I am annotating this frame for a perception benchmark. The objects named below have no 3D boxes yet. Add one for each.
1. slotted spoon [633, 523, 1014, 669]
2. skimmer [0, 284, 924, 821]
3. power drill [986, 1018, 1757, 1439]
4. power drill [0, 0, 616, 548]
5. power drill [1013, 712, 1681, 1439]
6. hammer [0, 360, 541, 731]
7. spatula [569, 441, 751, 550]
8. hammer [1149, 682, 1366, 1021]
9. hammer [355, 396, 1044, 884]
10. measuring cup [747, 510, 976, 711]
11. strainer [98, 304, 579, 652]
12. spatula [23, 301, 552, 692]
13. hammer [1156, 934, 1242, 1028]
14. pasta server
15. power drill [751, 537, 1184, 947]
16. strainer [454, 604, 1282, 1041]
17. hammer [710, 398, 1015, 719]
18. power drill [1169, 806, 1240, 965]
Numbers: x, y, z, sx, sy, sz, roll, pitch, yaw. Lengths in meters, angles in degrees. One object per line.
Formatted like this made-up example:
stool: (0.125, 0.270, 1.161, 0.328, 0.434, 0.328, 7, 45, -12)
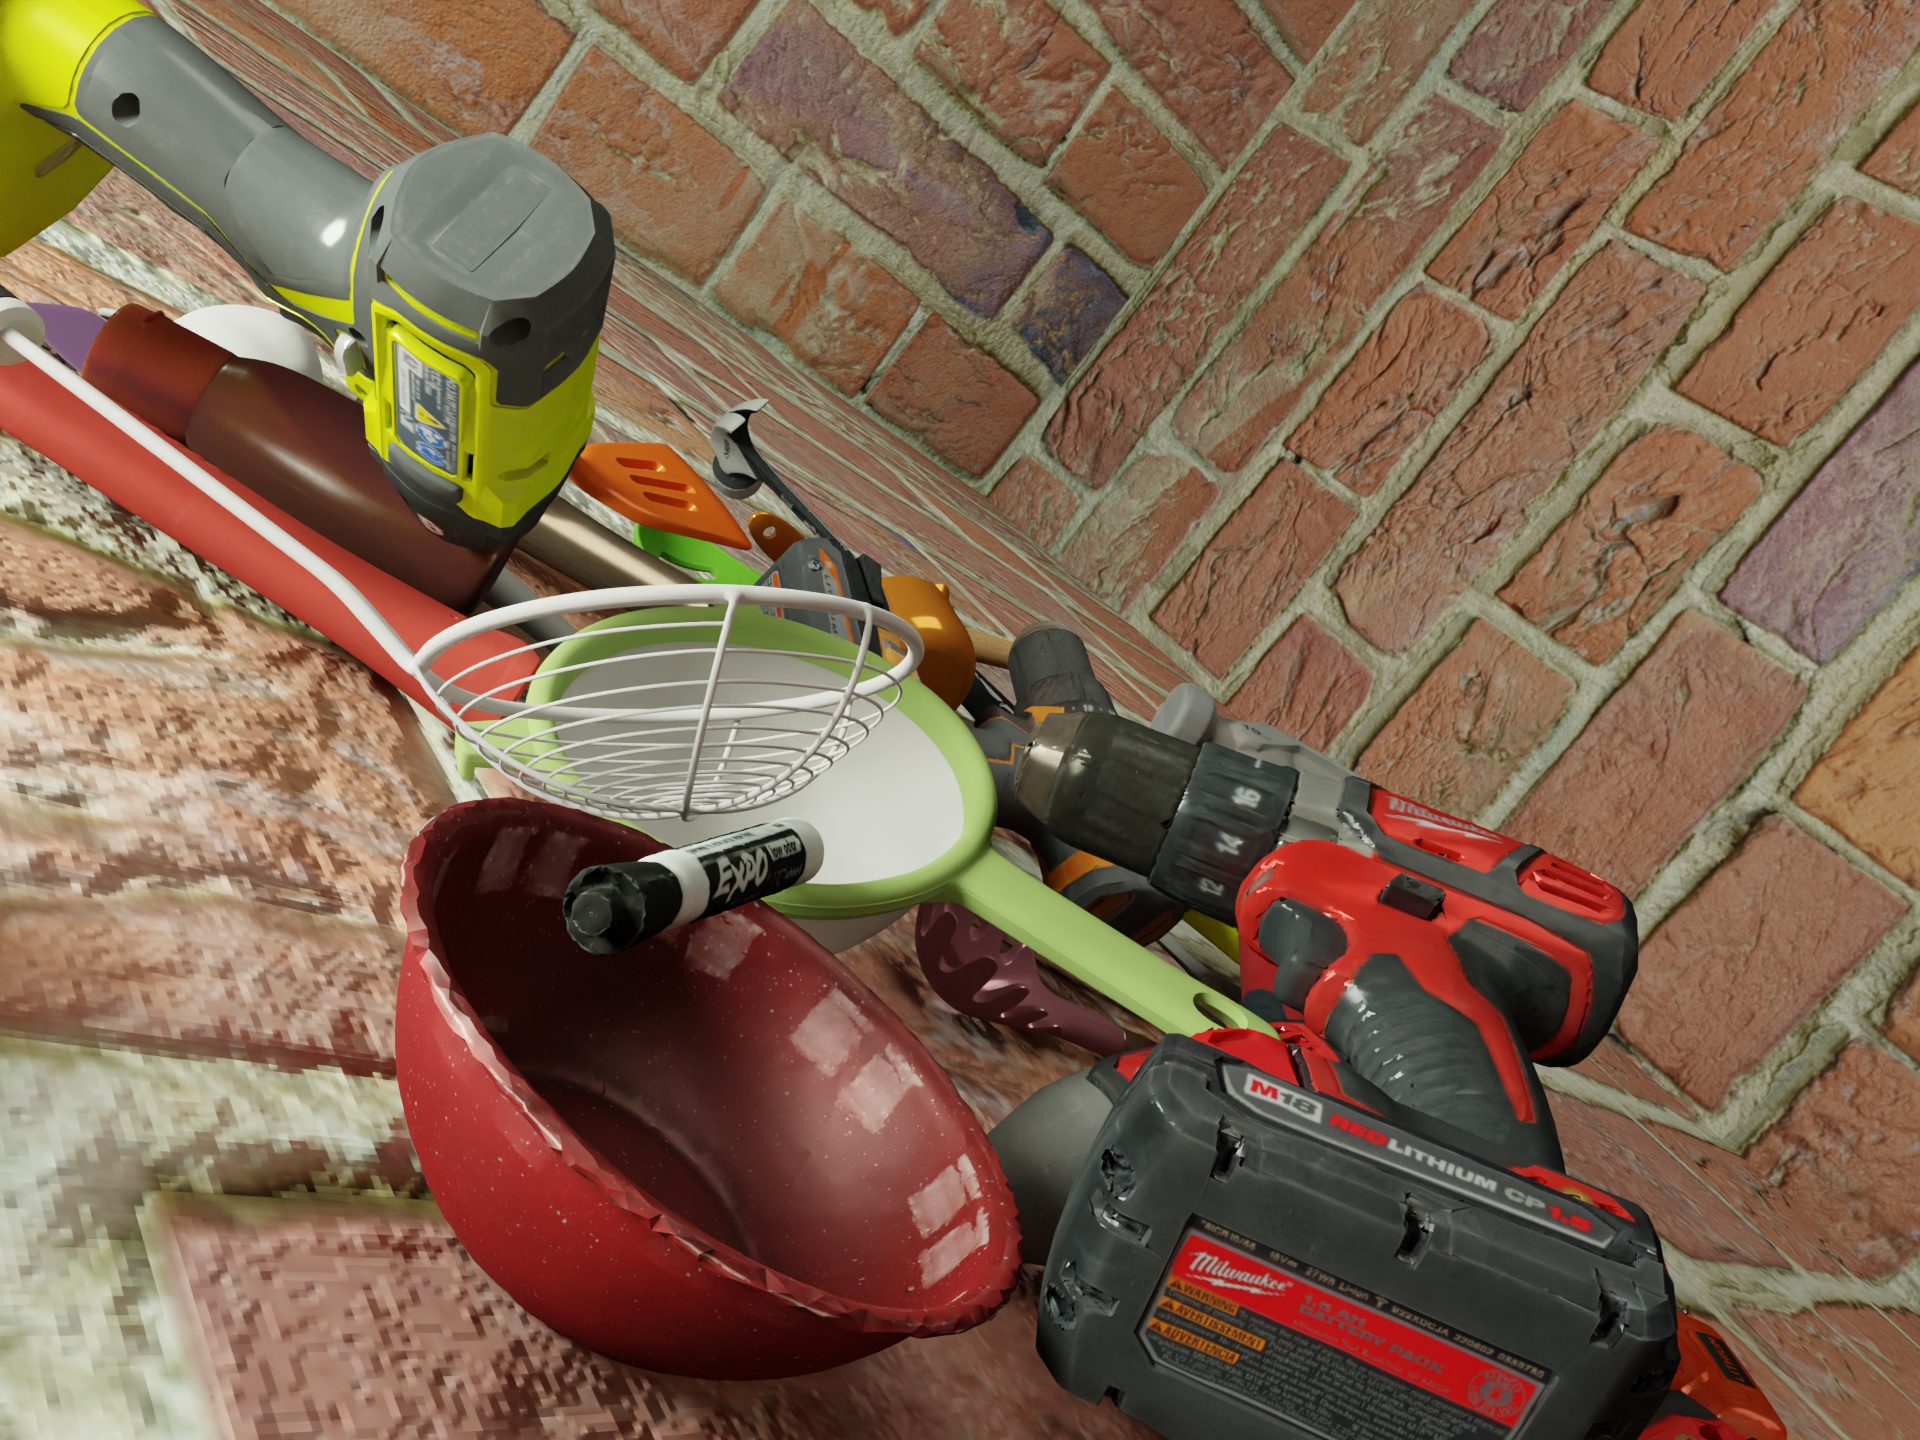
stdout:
slotted spoon: (-0.050, -0.058, 0.930, 0.313, 0.031, 0.070, 13, 40, -33)
skimmer: (-0.181, -0.087, 0.418, 0.363, 0.090, 0.127, 36, -14, 2)
power drill: (0.095, 0.168, 0.422, 0.143, 0.078, 0.220, -7, 30, -28)
power drill: (-0.210, -0.142, 0.464, 0.223, 0.080, 0.171, 34, -27, -4)
power drill: (0.084, 0.074, 0.411, 0.188, 0.080, 0.227, 22, 27, 8)
hammer: (-0.289, -0.101, 0.471, 0.359, 0.036, 0.149, 35, 11, -14)
spatula: (-0.183, -0.145, 0.658, 0.081, 0.041, 0.322, 50, 2, 24)
hammer: (0.143, 0.119, 0.640, 0.143, 0.038, 0.387, 28, 30, -10)
hammer: (-0.101, -0.032, 0.760, 0.410, 0.038, 0.146, 29, 35, -22)
measuring cup: (-0.055, -0.050, 0.856, 0.173, 0.095, 0.052, 44, 11, -48)
strainer: (-0.233, -0.096, 0.641, 0.258, 0.050, 0.087, 42, -4, 0)
spatula: (-0.215, -0.060, 0.594, 0.316, 0.018, 0.060, 37, 13, -2)
hammer: (0.034, 0.047, 0.930, 0.406, 0.035, 0.144, 44, 11, 28)
pasta server: (0.088, 0.144, 0.693, 0.316, 0.040, 0.060, 32, 24, -36)
power drill: (-0.001, -0.002, 0.732, 0.226, 0.084, 0.186, 24, 38, -35)
strainer: (-0.024, 0.056, 0.502, 0.256, 0.069, 0.151, 30, 32, 12)
hammer: (-0.018, -0.050, 1.028, 0.409, 0.036, 0.149, 46, -12, 4)
power drill: (0.208, 0.124, 0.856, 0.191, 0.080, 0.228, 38, 8, 27)
